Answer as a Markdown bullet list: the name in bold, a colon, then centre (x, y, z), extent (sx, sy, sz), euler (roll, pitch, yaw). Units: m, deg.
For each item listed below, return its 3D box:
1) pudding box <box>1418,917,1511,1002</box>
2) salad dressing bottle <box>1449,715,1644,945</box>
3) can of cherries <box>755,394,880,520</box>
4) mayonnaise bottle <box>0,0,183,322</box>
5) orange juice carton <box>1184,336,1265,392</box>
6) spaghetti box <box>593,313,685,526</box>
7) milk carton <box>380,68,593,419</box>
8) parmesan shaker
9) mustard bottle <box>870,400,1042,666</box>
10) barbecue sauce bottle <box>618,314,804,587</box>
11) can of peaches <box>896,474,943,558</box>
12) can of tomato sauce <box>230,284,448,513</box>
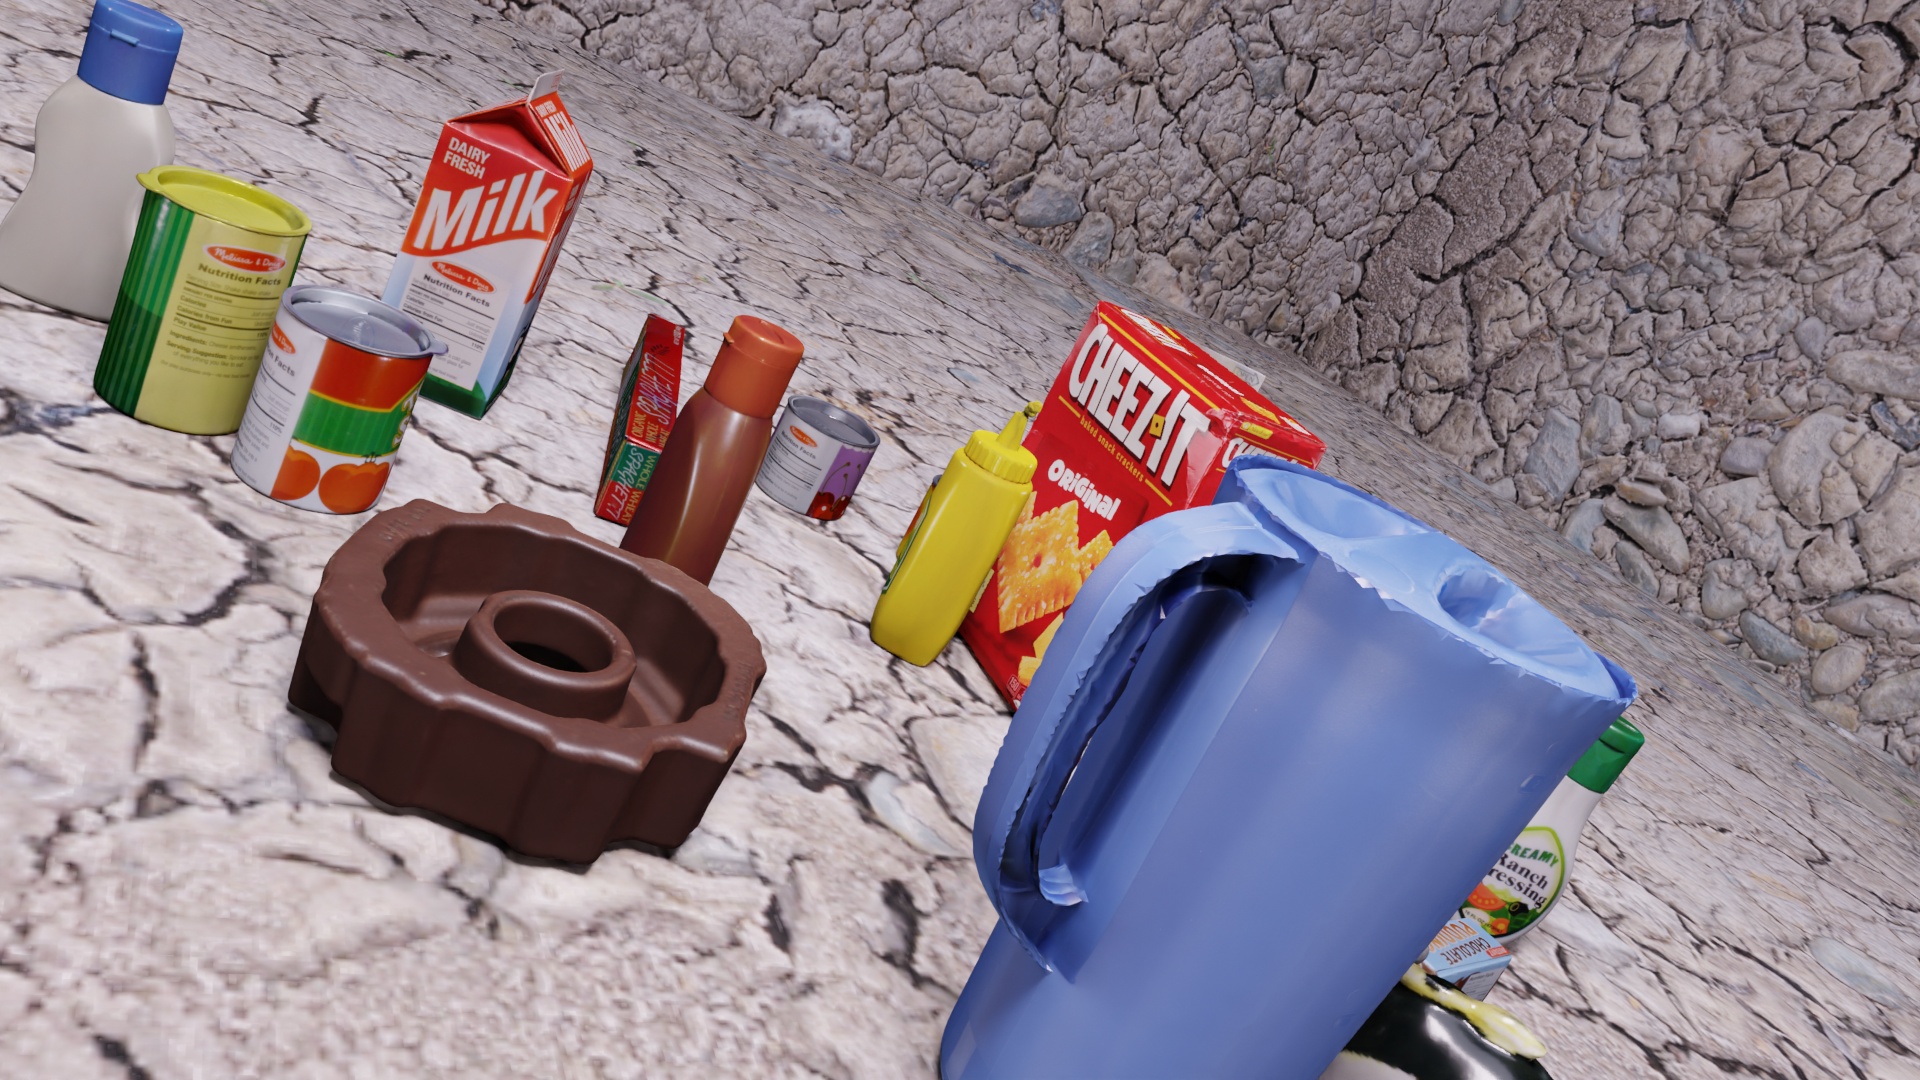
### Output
- **pudding box**: centre (0.221, 0.209, 0.658), extent (0.084, 0.049, 0.030), euler (9, 26, -45)
- **salad dressing bottle**: centre (0.325, 0.159, 0.782), extent (0.064, 0.147, 0.044), euler (30, 18, 6)
- **can of cherries**: centre (-0.093, -0.054, 0.909), extent (0.071, 0.058, 0.072), euler (25, 18, -9)
- **mayonnaise bottle**: centre (-0.410, -0.181, 0.663), extent (0.065, 0.147, 0.041), euler (20, 19, -22)
- **orange juice carton**: centre (0.148, -0.053, 1.032), extent (0.072, 0.192, 0.073), euler (26, 18, -4)
- **spaghetti box**: centre (-0.194, -0.080, 0.850), extent (0.029, 0.050, 0.251), euler (22, 19, -18)
- **milk carton**: centre (-0.264, -0.173, 0.780), extent (0.073, 0.190, 0.072), euler (23, 18, -14)
- **parmesan shaker**: centre (-0.346, -0.108, 0.628), extent (0.071, 0.102, 0.071), euler (25, 18, -9)
- **mustard bottle**: centre (0.003, -0.010, 0.762), extent (0.049, 0.159, 0.065), euler (27, 18, -2)
- **barbecue sauce bottle**: centre (-0.123, -0.037, 0.677), extent (0.044, 0.148, 0.065), euler (16, 21, -33)
- **can of peaches**: centre (0.000, -0.002, 0.901), extent (0.071, 0.058, 0.071), euler (25, 18, -9)
- **can of tomato sauce**: centre (-0.281, -0.063, 0.628), extent (0.071, 0.082, 0.071), euler (25, 18, -9)
